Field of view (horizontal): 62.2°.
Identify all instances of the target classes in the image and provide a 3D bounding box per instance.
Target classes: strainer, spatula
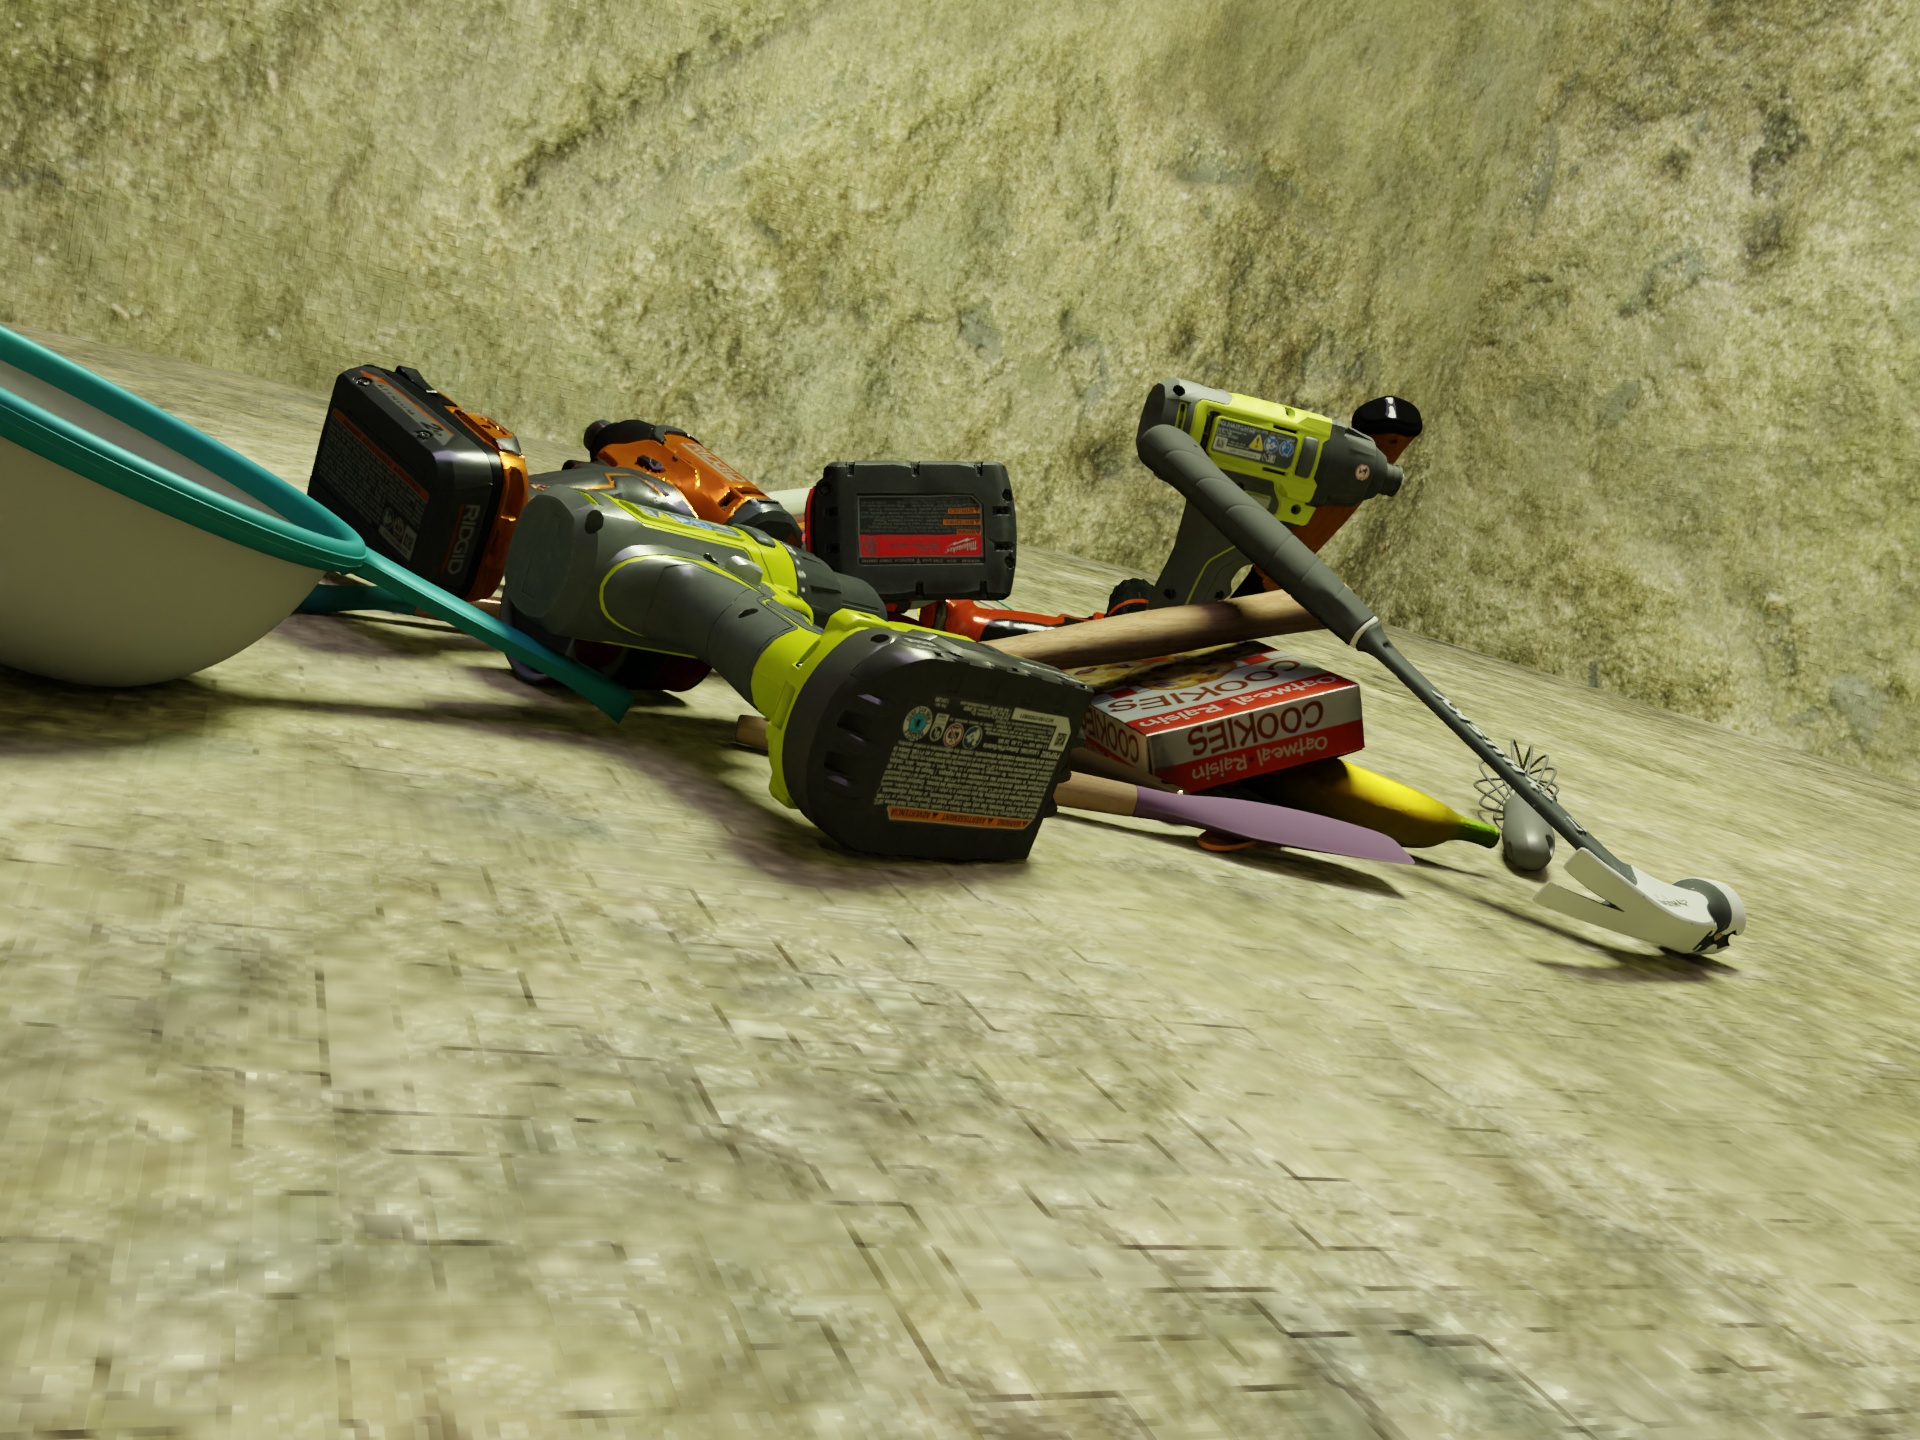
[{"bbox_3d":[-0.278,-0.046,0.577,0.340,0.095,0.211,31,-1,-37],"label":"strainer"},{"bbox_3d":[0.054,0.032,0.729,0.316,0.018,0.060,10,15,-8],"label":"spatula"},{"bbox_3d":[-0.251,-0.066,0.814,0.317,0.044,0.082,9,24,-37],"label":"spatula"}]

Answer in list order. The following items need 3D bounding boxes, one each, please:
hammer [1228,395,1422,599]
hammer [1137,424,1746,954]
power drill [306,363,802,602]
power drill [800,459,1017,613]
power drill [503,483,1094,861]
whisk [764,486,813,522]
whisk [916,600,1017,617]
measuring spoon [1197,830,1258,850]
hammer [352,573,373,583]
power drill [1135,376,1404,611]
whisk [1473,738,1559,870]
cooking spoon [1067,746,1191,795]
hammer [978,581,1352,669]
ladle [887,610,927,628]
[{"bbox_3d":[0.239,-0.112,1.157,0.127,0.034,0.336,13,-34,-13],"label":"hammer"},{"bbox_3d":[0.216,-0.034,0.819,0.149,0.036,0.409,11,32,-46],"label":"hammer"},{"bbox_3d":[-0.213,-0.123,0.832,0.164,0.084,0.226,38,25,32],"label":"power drill"},{"bbox_3d":[-0.040,-0.103,0.985,0.143,0.078,0.220,-2,-1,-13],"label":"power drill"},{"bbox_3d":[-0.057,-0.026,0.665,0.190,0.080,0.229,9,16,-46],"label":"power drill"},{"bbox_3d":[-0.091,-0.159,1.164,0.058,0.059,0.246,-17,3,24],"label":"whisk"},{"bbox_3d":[0.083,-0.054,1.228,0.245,0.051,0.047,18,4,8],"label":"whisk"},{"bbox_3d":[0.144,0.056,0.770,0.021,0.011,0.117,20,15,33],"label":"measuring spoon"},{"bbox_3d":[-0.436,-0.129,0.944,0.406,0.035,0.144,20,11,32],"label":"hammer"},{"bbox_3d":[0.181,-0.090,1.017,0.171,0.223,0.080,12,10,-12],"label":"power drill"},{"bbox_3d":[0.339,0.052,0.959,0.055,0.055,0.239,16,13,14],"label":"whisk"},{"bbox_3d":[-0.001,-0.003,0.874,0.319,0.017,0.068,21,11,42],"label":"cooking spoon"},{"bbox_3d":[0.072,-0.043,0.873,0.331,0.031,0.130,-10,21,-22],"label":"hammer"},{"bbox_3d":[-0.052,-0.058,1.049,0.069,0.031,0.315,4,4,1],"label":"ladle"}]
